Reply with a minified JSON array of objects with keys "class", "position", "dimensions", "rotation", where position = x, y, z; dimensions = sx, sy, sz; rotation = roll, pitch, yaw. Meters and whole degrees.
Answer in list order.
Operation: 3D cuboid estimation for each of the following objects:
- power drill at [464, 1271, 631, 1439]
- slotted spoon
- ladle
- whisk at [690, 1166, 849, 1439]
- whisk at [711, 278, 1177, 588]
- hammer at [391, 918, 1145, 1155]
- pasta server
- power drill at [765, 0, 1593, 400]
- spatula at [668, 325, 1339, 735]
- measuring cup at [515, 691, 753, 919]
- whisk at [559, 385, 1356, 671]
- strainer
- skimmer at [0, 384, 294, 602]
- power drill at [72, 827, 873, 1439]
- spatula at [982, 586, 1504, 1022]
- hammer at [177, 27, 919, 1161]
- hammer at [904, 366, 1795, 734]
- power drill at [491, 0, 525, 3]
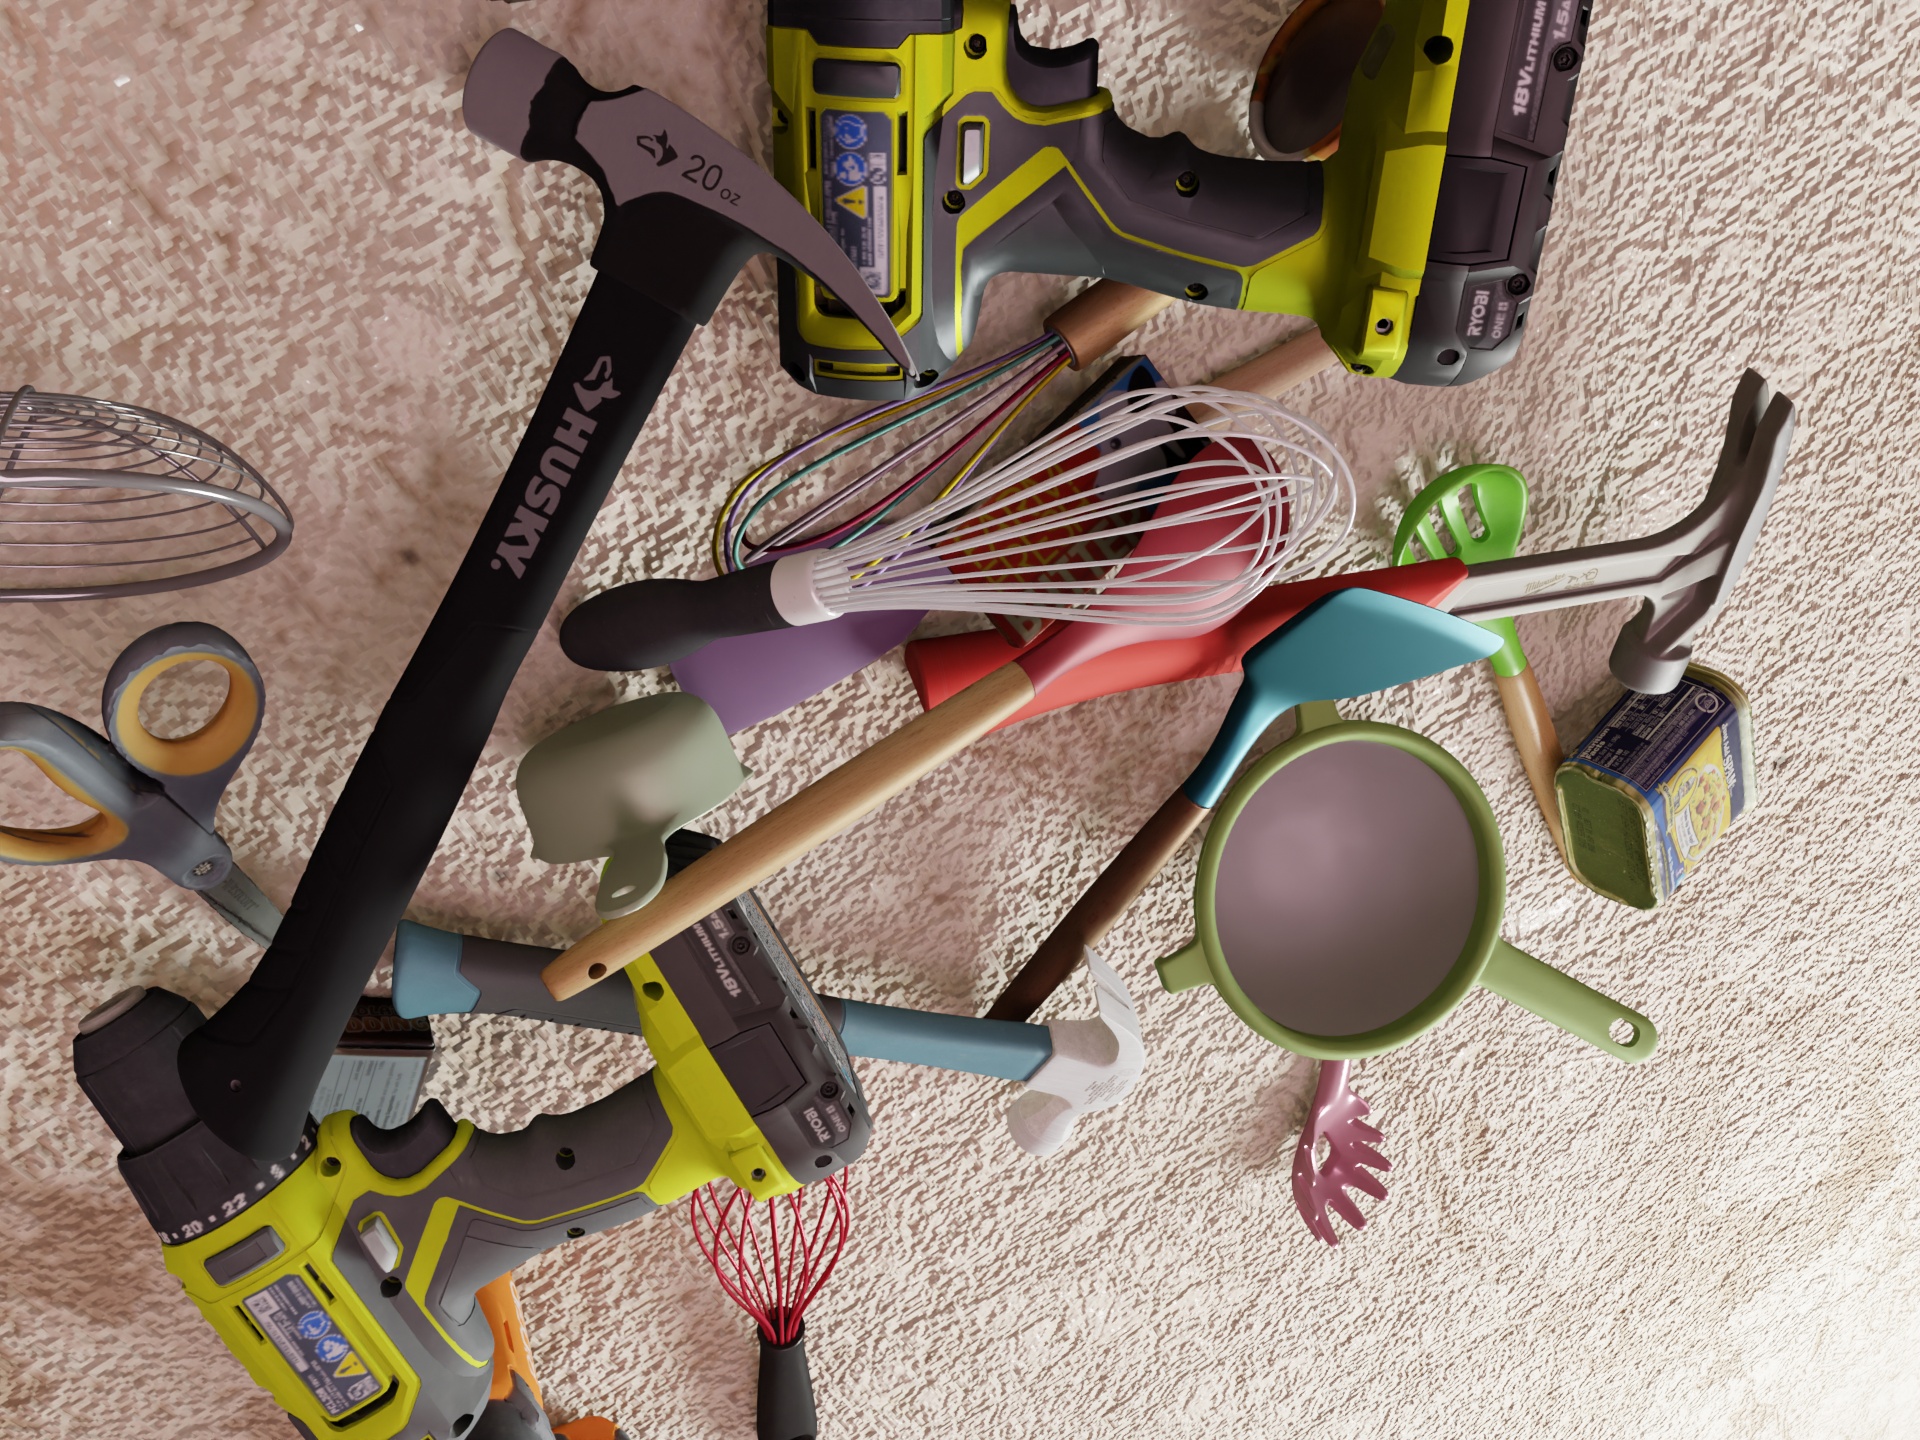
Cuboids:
[{"class":"power drill","position":[-0.186,0.332,0.672],"dimensions":[0.084,0.164,0.226],"rotation":[-20,129,-13]},{"class":"slotted spoon","position":[0.265,-0.009,0.756],"dimensions":[0.070,0.031,0.313],"rotation":[-37,131,1]},{"class":"ladle","position":[-0.001,-0.002,0.532],"dimensions":[0.315,0.031,0.069],"rotation":[-34,128,-18]},{"class":"whisk","position":[-0.087,0.279,0.756],"dimensions":[0.073,0.073,0.295],"rotation":[-13,132,-18]},{"class":"whisk","position":[0.015,-0.121,0.554],"dimensions":[0.245,0.047,0.051],"rotation":[-37,141,-6]},{"class":"hammer","position":[-0.067,0.125,0.657],"dimensions":[0.330,0.033,0.128],"rotation":[14,134,-26]},{"class":"pasta server","position":[0.205,0.151,0.824],"dimensions":[0.060,0.040,0.316],"rotation":[-21,127,-28]},{"class":"power drill","position":[0.055,-0.179,0.467],"dimensions":[0.223,0.080,0.171],"rotation":[4,121,3]},{"class":"spatula","position":[0.035,-0.088,0.597],"dimensions":[0.316,0.018,0.059],"rotation":[-29,121,-6]},{"class":"measuring cup","position":[-0.110,0.025,0.511],"dimensions":[0.083,0.168,0.038],"rotation":[-21,102,-5]},{"class":"whisk","position":[-0.020,-0.047,0.481],"dimensions":[0.284,0.070,0.070],"rotation":[-9,138,32]},{"class":"strainer","position":[0.210,0.096,0.740],"dimensions":[0.256,0.069,0.151],"rotation":[27,87,-17]},{"class":"skimmer","position":[-0.327,0.050,0.464],"dimensions":[0.363,0.090,0.127],"rotation":[-52,159,15]},{"class":"power drill","position":[-0.165,0.134,0.550],"dimensions":[0.228,0.080,0.190],"rotation":[-30,105,-4]},{"class":"spatula","position":[0.085,0.056,0.656],"dimensions":[0.082,0.044,0.317],"rotation":[14,128,-30]},{"class":"hammer","position":[-0.140,-0.016,0.470],"dimensions":[0.146,0.035,0.335],"rotation":[28,97,-1]},{"class":"hammer","position":[0.156,-0.050,0.638],"dimensions":[0.359,0.037,0.149],"rotation":[-9,132,-12]},{"class":"power drill","position":[-0.061,-0.297,0.379],"dimensions":[0.226,0.080,0.187],"rotation":[-23,128,-8]}]
